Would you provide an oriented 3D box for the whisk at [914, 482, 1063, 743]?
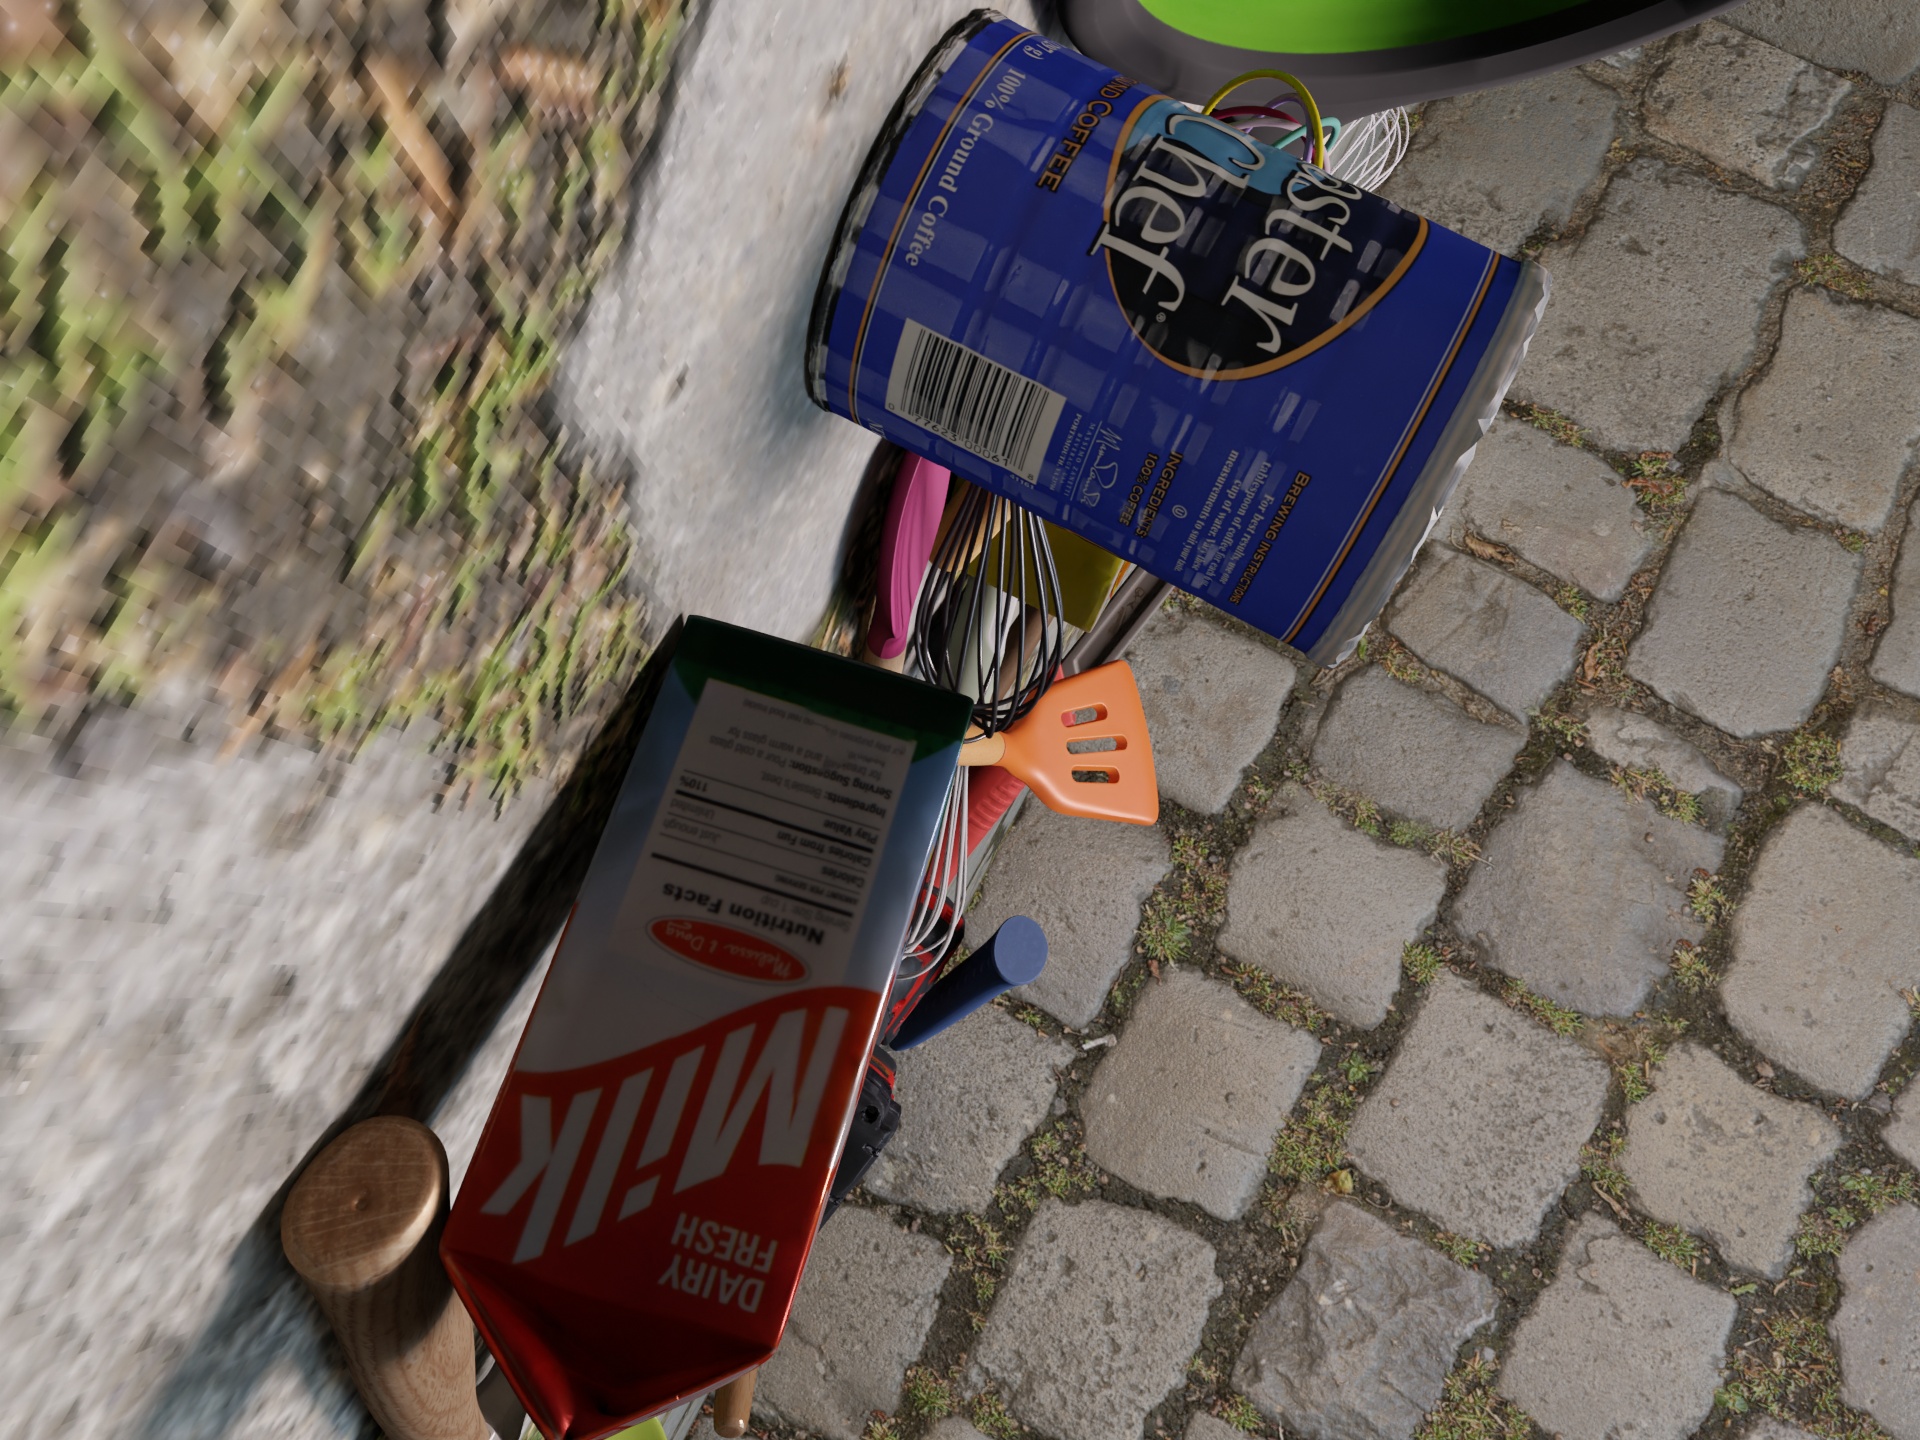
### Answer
[{"bbox_3d":[0.017,-0.083,0.501,0.238,0.055,0.055,97,19,-44],"label":"whisk"}]

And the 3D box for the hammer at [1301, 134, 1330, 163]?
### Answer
[{"bbox_3d":[0.158,-0.272,0.738,0.146,0.038,0.410,-28,142,-60],"label":"hammer"}]

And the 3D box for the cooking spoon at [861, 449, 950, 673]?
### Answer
[{"bbox_3d":[-0.032,-0.017,0.613,0.318,0.017,0.069,107,2,-62],"label":"cooking spoon"}]

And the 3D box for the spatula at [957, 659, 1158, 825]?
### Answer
[{"bbox_3d":[0.010,0.007,0.625,0.322,0.041,0.081,6,73,-67],"label":"spatula"}]

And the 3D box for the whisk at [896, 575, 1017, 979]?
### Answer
[{"bbox_3d":[-0.001,-0.002,0.708,0.057,0.059,0.246,8,100,-61],"label":"whisk"}]

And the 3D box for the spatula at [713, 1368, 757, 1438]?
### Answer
[{"bbox_3d":[-0.072,0.160,0.696,0.318,0.044,0.082,-89,-158,-52],"label":"spatula"}]

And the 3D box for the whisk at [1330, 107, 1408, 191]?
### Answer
[{"bbox_3d":[0.174,-0.277,0.953,0.284,0.070,0.070,-51,173,-8],"label":"whisk"}]

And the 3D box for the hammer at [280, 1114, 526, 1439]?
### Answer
[{"bbox_3d":[-0.151,0.187,0.445,0.130,0.031,0.331,-59,173,-36],"label":"hammer"}]

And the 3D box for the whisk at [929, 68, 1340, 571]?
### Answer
[{"bbox_3d":[0.043,-0.115,0.513,0.051,0.047,0.245,-45,-179,-34],"label":"whisk"}]

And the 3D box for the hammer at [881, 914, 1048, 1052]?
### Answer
[{"bbox_3d":[-0.042,0.209,1.076,0.144,0.035,0.405,-60,-172,-34],"label":"hammer"}]

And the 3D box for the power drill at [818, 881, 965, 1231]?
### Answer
[{"bbox_3d":[-0.082,0.202,0.903,0.188,0.080,0.227,-55,-179,21],"label":"power drill"}]

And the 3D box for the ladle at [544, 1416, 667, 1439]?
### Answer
[{"bbox_3d":[-0.088,0.171,0.546,0.078,0.062,0.320,-82,-169,-73],"label":"ladle"}]

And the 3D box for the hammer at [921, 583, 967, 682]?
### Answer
[{"bbox_3d":[0.088,-0.188,0.809,0.409,0.036,0.149,-60,175,-17],"label":"hammer"}]

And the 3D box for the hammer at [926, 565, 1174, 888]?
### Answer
[{"bbox_3d":[0.036,0.003,0.989,0.359,0.149,0.037,-52,177,17],"label":"hammer"}]

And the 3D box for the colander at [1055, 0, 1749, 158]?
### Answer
[{"bbox_3d":[0.104,-0.227,0.457,0.397,0.204,0.094,180,-96,-79],"label":"colander"}]

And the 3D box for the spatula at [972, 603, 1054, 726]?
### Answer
[{"bbox_3d":[-0.020,0.037,0.842,0.315,0.018,0.060,-57,177,26],"label":"spatula"}]
